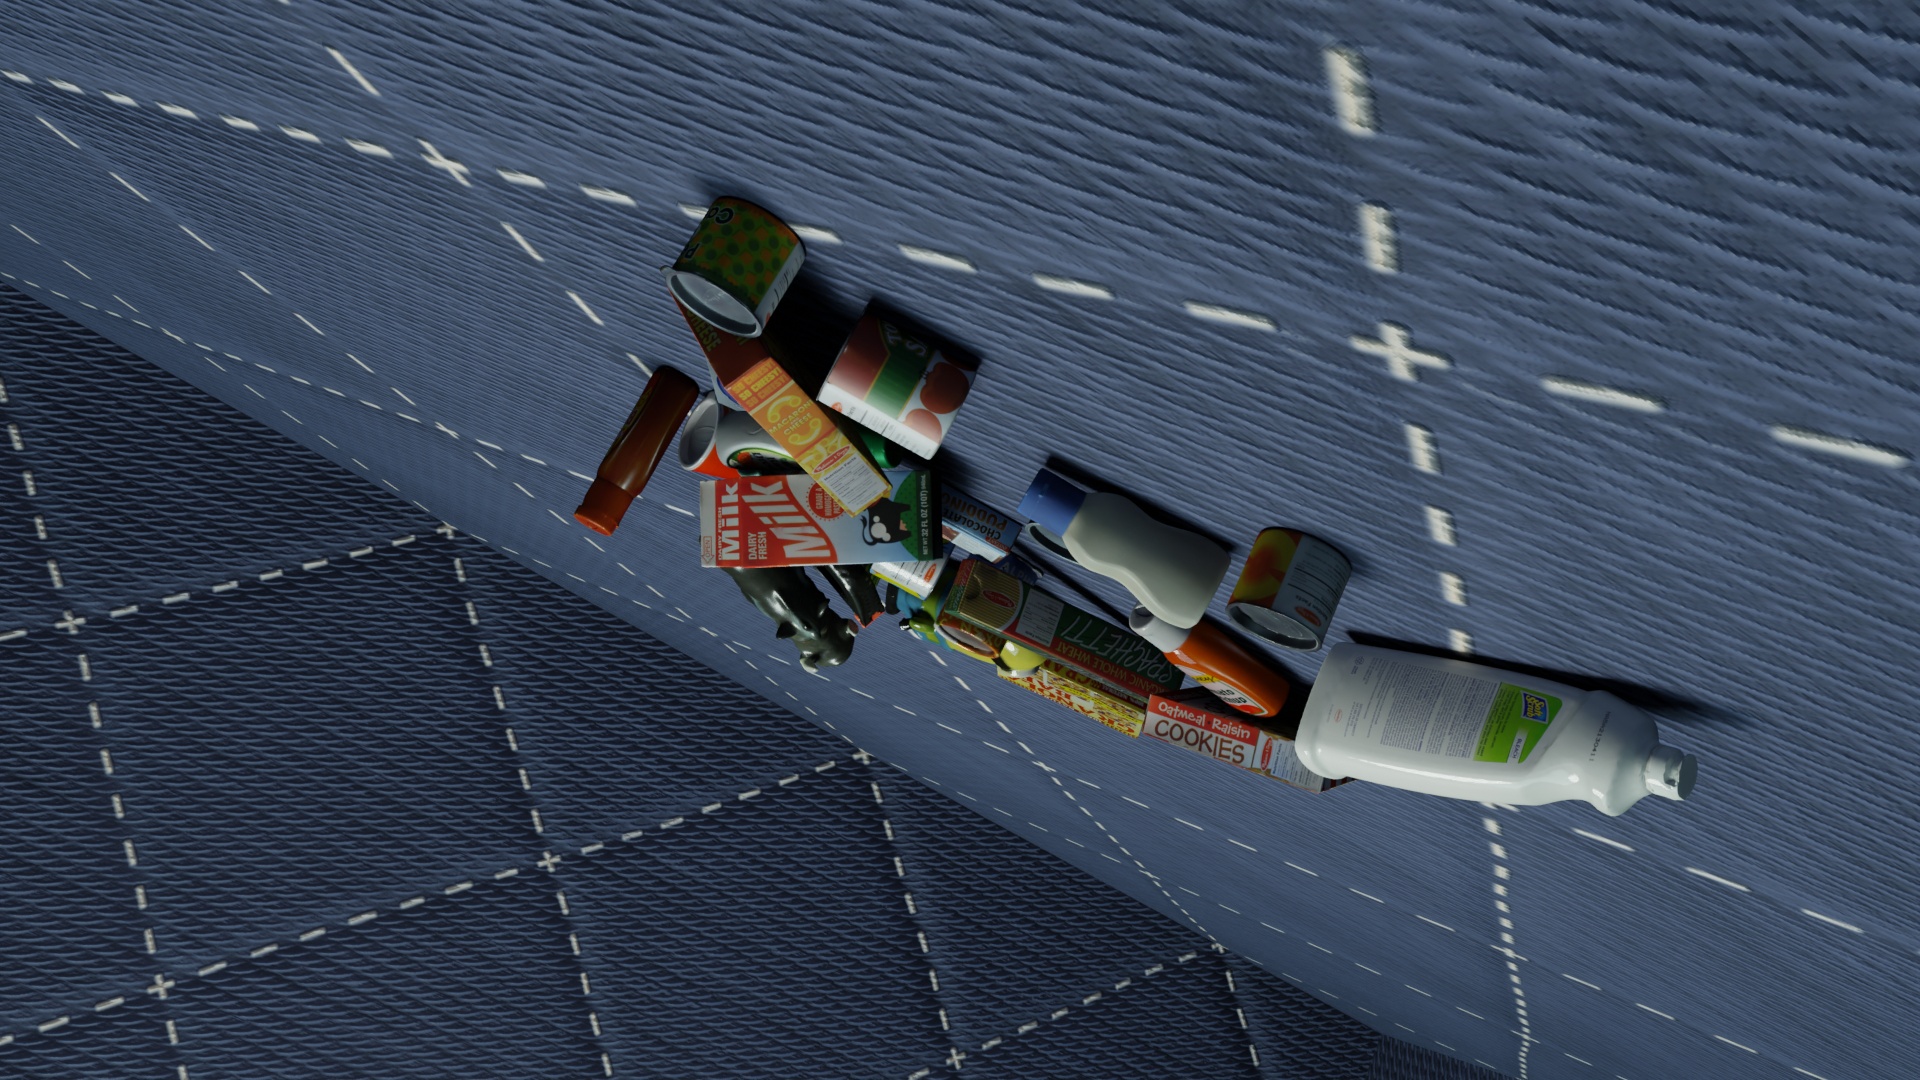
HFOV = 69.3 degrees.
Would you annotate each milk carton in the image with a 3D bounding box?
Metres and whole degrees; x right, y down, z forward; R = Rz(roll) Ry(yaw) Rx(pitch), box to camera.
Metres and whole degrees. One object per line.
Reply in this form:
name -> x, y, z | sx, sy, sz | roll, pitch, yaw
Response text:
milk carton -> -0.112, -0.016, 1.094 | 0.191, 0.072, 0.073 | -1, 180, 6

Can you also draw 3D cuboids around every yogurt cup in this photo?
yogurt cup -> -0.205, -0.085, 1.205 | 0.054, 0.072, 0.072 | 23, 169, -34

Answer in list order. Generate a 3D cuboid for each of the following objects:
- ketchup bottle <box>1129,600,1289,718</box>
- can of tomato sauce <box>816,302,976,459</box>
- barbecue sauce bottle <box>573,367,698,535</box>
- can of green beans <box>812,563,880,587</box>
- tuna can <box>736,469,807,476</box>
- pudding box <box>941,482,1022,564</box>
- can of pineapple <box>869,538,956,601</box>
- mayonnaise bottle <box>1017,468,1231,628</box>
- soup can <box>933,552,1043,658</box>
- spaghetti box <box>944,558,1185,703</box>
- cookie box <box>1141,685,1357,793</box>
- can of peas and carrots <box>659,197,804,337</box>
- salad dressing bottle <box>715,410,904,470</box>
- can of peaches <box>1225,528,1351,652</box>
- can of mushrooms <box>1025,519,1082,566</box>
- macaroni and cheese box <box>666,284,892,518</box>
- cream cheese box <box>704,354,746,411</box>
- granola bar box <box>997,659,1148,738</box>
ketchup bottle -> 0.204, 0.095, 1.153 | 0.148, 0.043, 0.064 | 35, 165, -25
can of tomato sauce -> -0.040, -0.101, 0.890 | 0.083, 0.071, 0.071 | 28, 164, -6
barbecue sauce bottle -> -0.281, -0.076, 1.200 | 0.043, 0.149, 0.064 | 31, 164, -14
can of green beans -> -0.103, 0.014, 1.365 | 0.071, 0.058, 0.071 | 25, 164, 8
tuna can -> -0.155, -0.072, 1.162 | 0.071, 0.071, 0.032 | 8, 154, 48
pudding box -> 0.004, -0.014, 1.154 | 0.084, 0.030, 0.049 | 28, 165, -5
can of pineapple -> -0.041, 0.013, 1.249 | 0.058, 0.071, 0.071 | 28, 164, -2
mayonnaise bottle -> 0.112, 0.001, 0.976 | 0.148, 0.065, 0.041 | 30, 168, 3
soup can -> 0.025, 0.054, 1.239 | 0.071, 0.084, 0.071 | 24, 163, 8
spaghetti box -> 0.098, 0.086, 1.224 | 0.250, 0.050, 0.028 | 26, 168, -28
cookie box -> 0.261, 0.172, 1.219 | 0.167, 0.040, 0.123 | 16, -173, 34
can of peas and carrots -> -0.139, -0.168, 0.848 | 0.071, 0.059, 0.070 | 25, 163, 8
salad dressing bottle -> -0.117, -0.076, 1.078 | 0.147, 0.044, 0.064 | 3, 164, 24
can of peaches -> 0.214, 0.033, 0.913 | 0.071, 0.058, 0.071 | 25, 164, 7
can of mushrooms -> 0.086, -0.009, 1.033 | 0.071, 0.033, 0.071 | 25, 164, 8
macaroni and cheese box -> -0.122, -0.105, 0.954 | 0.124, 0.040, 0.166 | 56, -175, 39
cream cheese box -> -0.168, -0.125, 1.091 | 0.053, 0.024, 0.103 | 26, 164, 4
granola bar box -> 0.120, 0.145, 1.453 | 0.166, 0.039, 0.124 | 24, 163, 11
